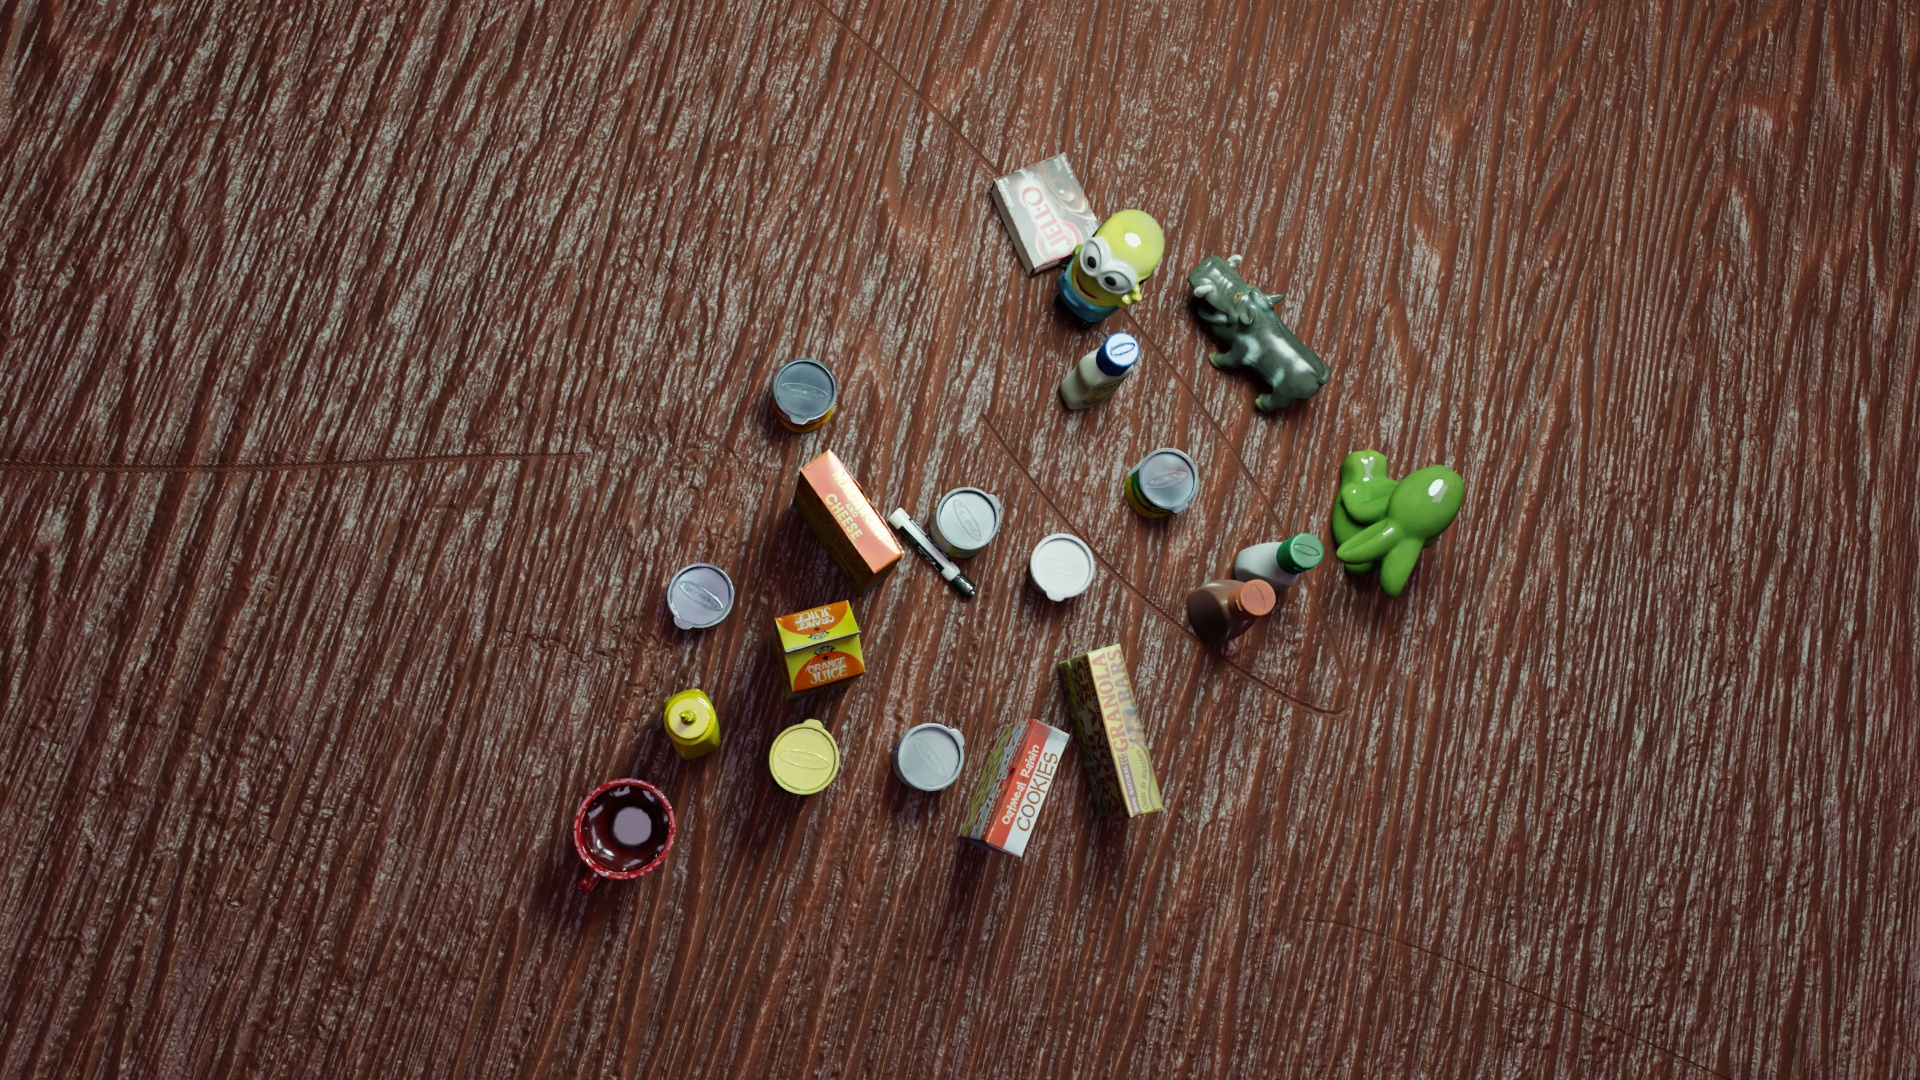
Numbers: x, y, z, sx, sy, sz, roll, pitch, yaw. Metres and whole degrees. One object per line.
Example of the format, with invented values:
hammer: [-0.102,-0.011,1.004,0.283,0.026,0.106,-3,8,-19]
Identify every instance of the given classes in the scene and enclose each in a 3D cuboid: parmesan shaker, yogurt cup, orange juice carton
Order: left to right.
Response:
parmesan shaker: [-0.155,0.212,1.358,0.071,0.103,0.071,2,80,-9]
orange juice carton: [-0.138,0.107,1.335,0.072,0.192,0.073,-13,82,-12]
yogurt cup: [0.102,0.030,1.461,0.072,0.054,0.072,2,79,-9]

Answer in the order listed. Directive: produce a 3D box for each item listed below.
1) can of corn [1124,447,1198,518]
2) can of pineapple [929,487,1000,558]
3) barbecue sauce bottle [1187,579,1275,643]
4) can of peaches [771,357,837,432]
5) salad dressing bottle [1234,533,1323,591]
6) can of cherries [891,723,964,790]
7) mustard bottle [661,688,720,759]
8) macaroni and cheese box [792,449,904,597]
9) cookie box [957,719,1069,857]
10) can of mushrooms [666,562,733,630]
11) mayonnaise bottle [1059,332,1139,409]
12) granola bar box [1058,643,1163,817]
can of corn: [0.216,-0.058,1.495,0.071,0.058,0.071,2,79,-9]
can of pineapple: [0.005,-0.018,1.452,0.071,0.057,0.071,2,79,-9]
barbecue sauce bottle: [0.280,0.069,1.436,0.044,0.148,0.065,-20,84,-12]
can of peaches: [-0.164,-0.148,1.448,0.071,0.058,0.071,2,79,-9]
salad dressing bottle: [0.334,0.023,1.454,0.064,0.147,0.044,18,78,-6]
can of cherries: [-0.031,0.218,1.401,0.071,0.058,0.071,2,79,-9]
mustard bottle: [-0.256,0.172,1.319,0.049,0.160,0.065,-20,84,-12]
macaroni and cheese box: [-0.113,-0.015,1.375,0.040,0.166,0.124,-35,87,-13]
cookie box: [0.048,0.241,1.354,0.040,0.167,0.123,24,77,-5]
can of mushrooms: [-0.264,0.059,1.404,0.071,0.033,0.071,2,79,-9]
mayonnaise bottle: [0.150,-0.178,1.461,0.065,0.147,0.041,-21,84,-12]
granola bar box: [0.149,0.194,1.402,0.039,0.124,0.165,-13,82,-11]
